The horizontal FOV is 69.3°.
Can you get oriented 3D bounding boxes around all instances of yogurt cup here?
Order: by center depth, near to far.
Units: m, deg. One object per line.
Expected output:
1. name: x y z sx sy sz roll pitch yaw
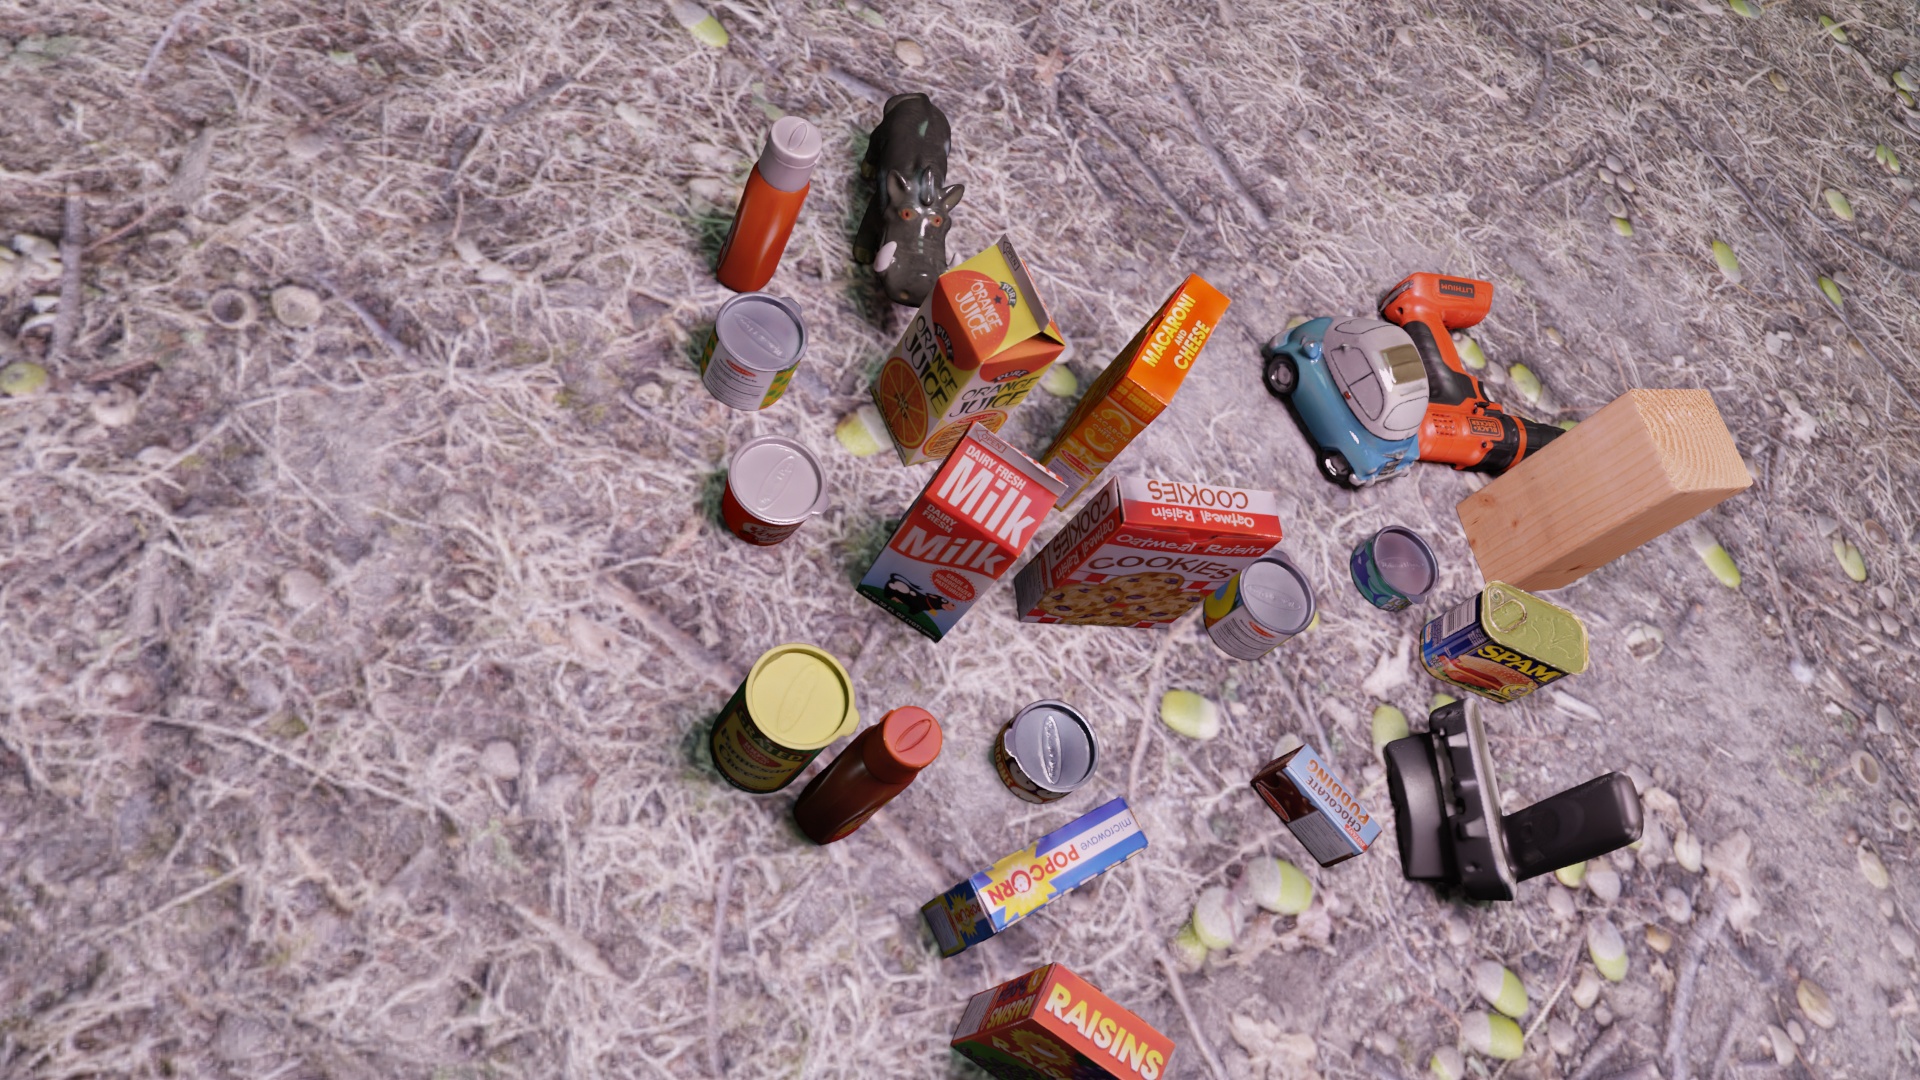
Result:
1. yogurt cup: -0.131 -0.031 0.951 0.072 0.053 0.072 10 61 -19

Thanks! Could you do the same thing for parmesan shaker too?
1. parmesan shaker: -0.110 0.113 0.856 0.071 0.102 0.071 10 61 -19

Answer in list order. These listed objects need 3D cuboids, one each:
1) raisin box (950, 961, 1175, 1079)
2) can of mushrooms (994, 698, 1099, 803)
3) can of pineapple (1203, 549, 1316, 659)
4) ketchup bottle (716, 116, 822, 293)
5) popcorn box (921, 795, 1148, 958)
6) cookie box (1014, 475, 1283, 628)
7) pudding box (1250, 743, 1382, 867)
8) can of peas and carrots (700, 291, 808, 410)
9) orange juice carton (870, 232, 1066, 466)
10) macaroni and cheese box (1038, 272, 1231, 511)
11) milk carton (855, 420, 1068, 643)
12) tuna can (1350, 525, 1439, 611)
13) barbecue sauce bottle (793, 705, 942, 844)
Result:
1. raisin box: 0.058 0.298 0.823 0.086 0.122 0.040 36 56 -3
2. can of mushrooms: 0.057 0.145 0.955 0.071 0.033 0.071 10 61 -19
3. can of pineapple: 0.229 0.050 1.065 0.071 0.057 0.071 10 61 -19
4. ketchup bottle: -0.136 -0.242 1.001 0.043 0.148 0.065 26 57 -10
5. popcorn box: 0.048 0.214 0.884 0.127 0.085 0.038 -21 75 -31
6. cookie box: 0.128 0.014 0.974 0.123 0.166 0.040 4 63 -22
7. pudding box: 0.258 0.193 1.009 0.030 0.049 0.084 -37 83 -33
8. can of peas and carrots: -0.147 -0.137 0.995 0.071 0.058 0.071 10 61 -19
9. orange juice carton: 0.009 -0.132 0.982 0.073 0.191 0.072 -15 72 -29
10. macaroni and cheese box: 0.122 -0.108 1.035 0.040 0.165 0.124 36 56 -3
11. milk carton: 0.003 -0.012 0.918 0.072 0.189 0.074 34 56 -5
12. tuna can: 0.360 0.026 1.151 0.071 0.032 0.071 10 61 -19
13. barbecue sauce bottle: -0.054 0.140 0.840 0.065 0.148 0.044 -37 83 -33
